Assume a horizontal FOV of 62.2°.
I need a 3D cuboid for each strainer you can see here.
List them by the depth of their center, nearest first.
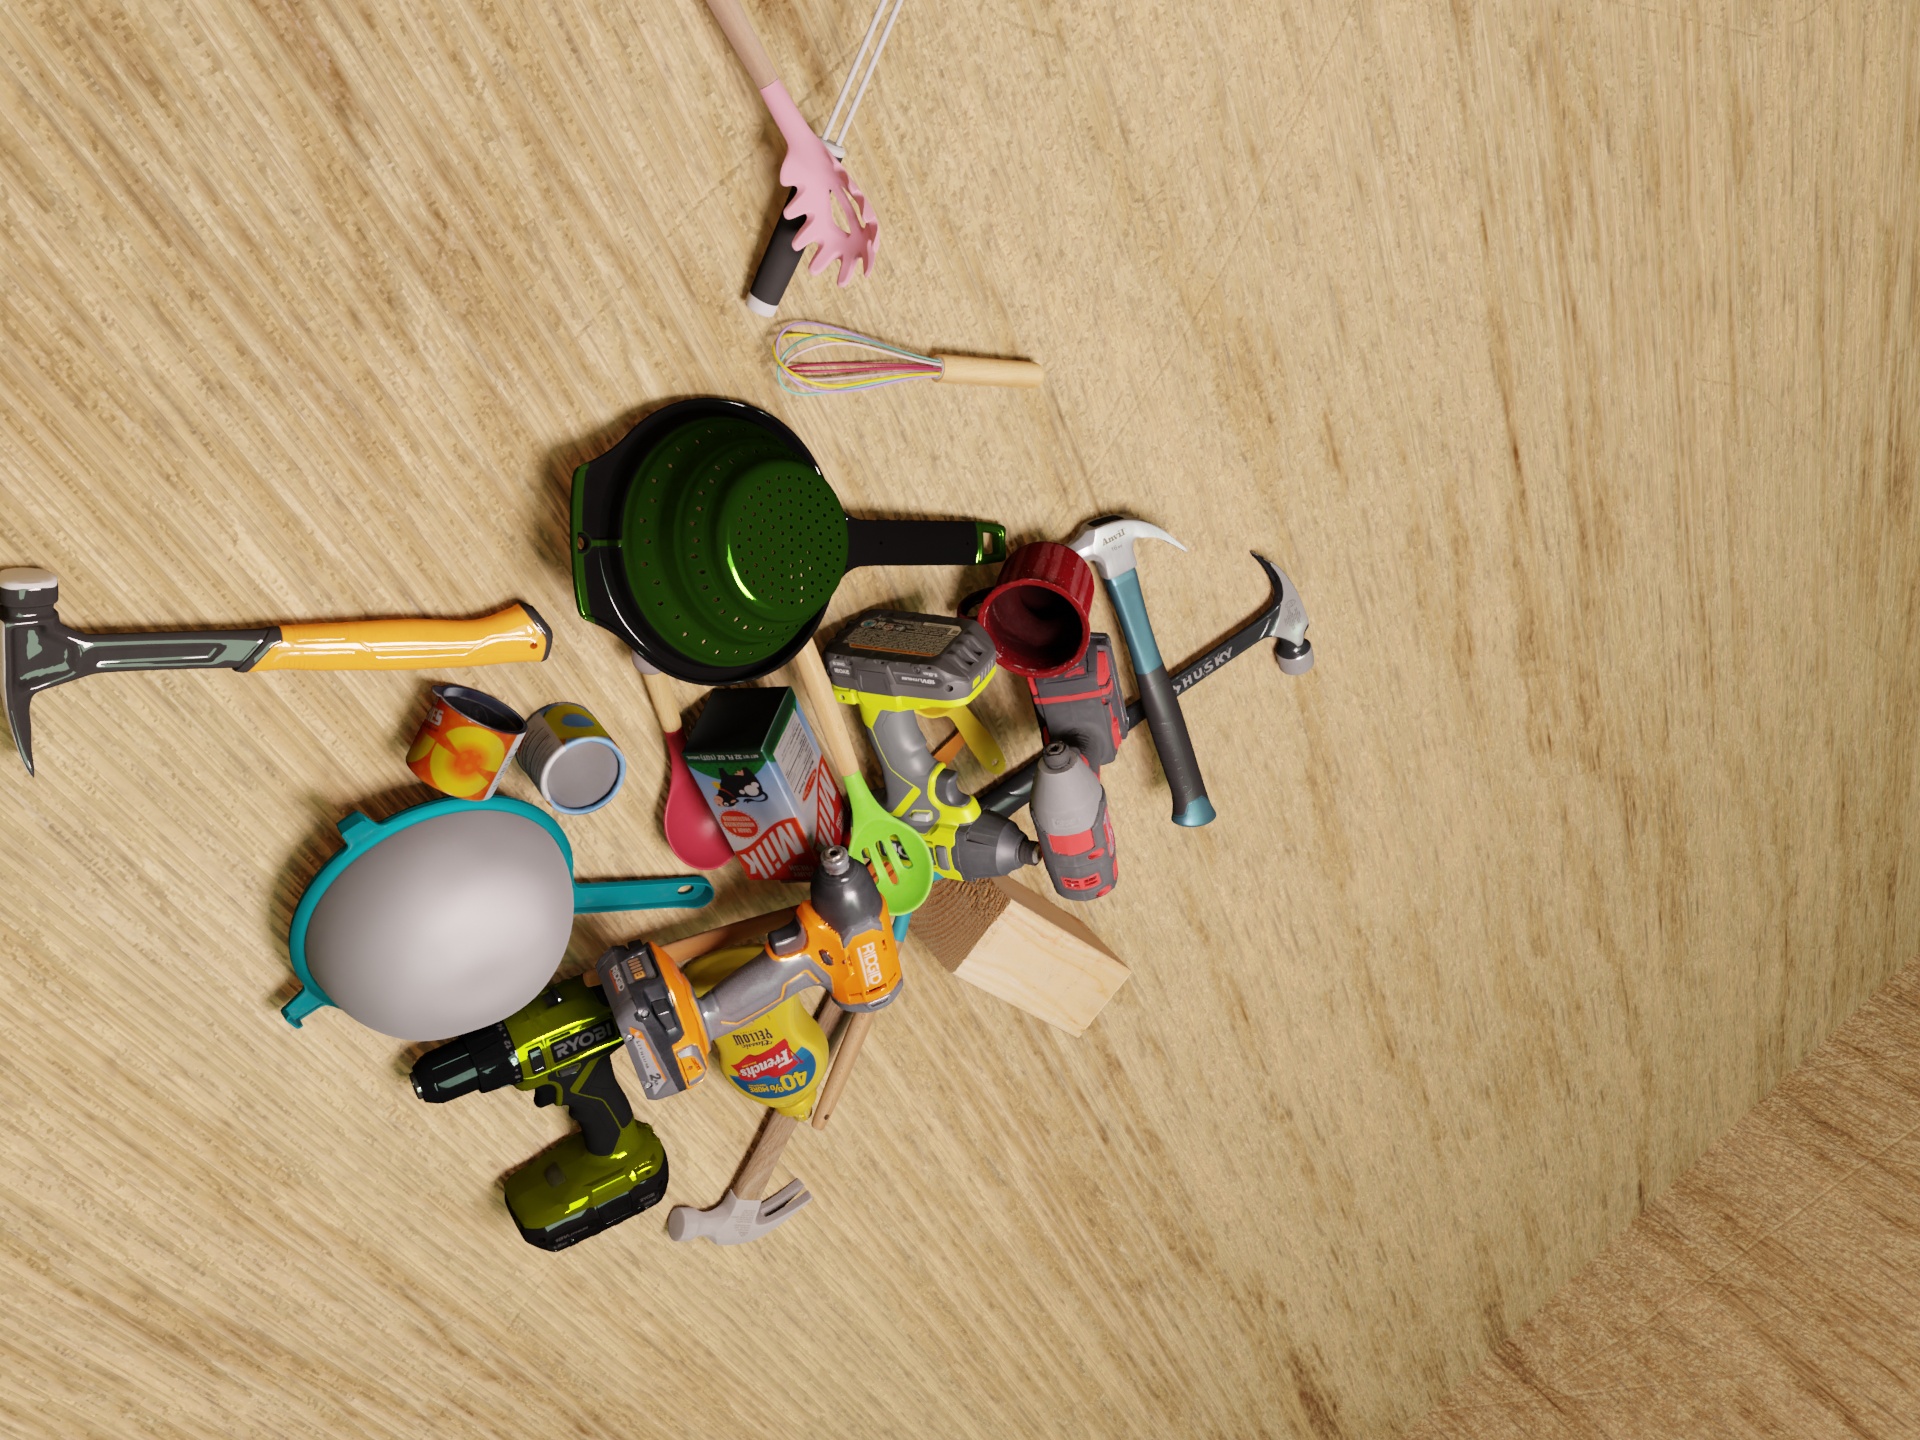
[{"bbox_3d":[-0.316,0.162,1.192,0.340,0.095,0.211,1,125,-42],"label":"strainer"}]

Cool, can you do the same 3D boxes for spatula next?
[{"bbox_3d":[-0.168,0.167,1.342,0.322,0.041,0.081,-14,123,-32],"label":"spatula"},{"bbox_3d":[-0.063,0.223,1.423,0.082,0.044,0.317,23,89,-39],"label":"spatula"}]

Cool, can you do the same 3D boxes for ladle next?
[{"bbox_3d":[-0.227,-0.015,1.211,0.069,0.031,0.315,-32,130,-27],"label":"ladle"}]

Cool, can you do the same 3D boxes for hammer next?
[{"bbox_3d":[-0.434,-0.040,1.041,0.336,0.034,0.127,-5,119,-34],"label":"hammer"},{"bbox_3d":[0.173,-0.037,1.439,0.128,0.033,0.330,-29,120,-13],"label":"hammer"},{"bbox_3d":[-0.152,0.351,1.487,0.130,0.031,0.331,16,106,-40],"label":"hammer"},{"bbox_3d":[0.163,-0.010,1.490,0.409,0.036,0.149,-33,130,-15],"label":"hammer"}]

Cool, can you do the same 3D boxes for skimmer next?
[{"bbox_3d":[-0.066,-0.446,1.057,0.127,0.090,0.363,17,117,-24],"label":"skimmer"}]

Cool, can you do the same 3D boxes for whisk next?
[{"bbox_3d":[-0.034,-0.261,1.189,0.245,0.047,0.051,-5,118,-37],"label":"whisk"}]

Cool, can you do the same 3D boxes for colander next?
[{"bbox_3d":[-0.086,-0.131,1.161,0.397,0.094,0.204,-6,97,-43],"label":"colander"}]

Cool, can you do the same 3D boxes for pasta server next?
[{"bbox_3d":[-0.136,-0.418,0.986,0.316,0.060,0.040,58,39,-30],"label":"pasta server"}]

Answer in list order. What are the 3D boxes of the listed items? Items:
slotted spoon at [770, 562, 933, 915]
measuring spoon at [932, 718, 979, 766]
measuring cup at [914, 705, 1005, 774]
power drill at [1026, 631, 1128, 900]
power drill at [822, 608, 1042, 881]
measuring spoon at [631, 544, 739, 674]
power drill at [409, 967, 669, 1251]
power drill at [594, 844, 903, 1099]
[{"bbox_3d":[-0.093,0.017,1.251,0.070,0.031,0.313,-24,114,-10],"label":"slotted spoon"},{"bbox_3d":[-0.026,0.041,1.403,0.117,0.011,0.021,-48,122,3],"label":"measuring spoon"},{"bbox_3d":[-0.002,-0.004,1.378,0.062,0.029,0.156,-42,134,-6],"label":"measuring cup"},{"bbox_3d":[0.093,0.028,1.315,0.078,0.220,0.143,-8,126,11],"label":"power drill"},{"bbox_3d":[-0.022,0.028,1.294,0.080,0.171,0.223,-50,140,-46],"label":"power drill"},{"bbox_3d":[-0.197,-0.084,1.179,0.124,0.018,0.034,-54,137,-14],"label":"measuring spoon"},{"bbox_3d":[-0.336,0.321,1.306,0.190,0.080,0.228,-21,124,-26],"label":"power drill"},{"bbox_3d":[-0.160,0.188,1.237,0.226,0.084,0.164,-21,132,-15],"label":"power drill"}]
